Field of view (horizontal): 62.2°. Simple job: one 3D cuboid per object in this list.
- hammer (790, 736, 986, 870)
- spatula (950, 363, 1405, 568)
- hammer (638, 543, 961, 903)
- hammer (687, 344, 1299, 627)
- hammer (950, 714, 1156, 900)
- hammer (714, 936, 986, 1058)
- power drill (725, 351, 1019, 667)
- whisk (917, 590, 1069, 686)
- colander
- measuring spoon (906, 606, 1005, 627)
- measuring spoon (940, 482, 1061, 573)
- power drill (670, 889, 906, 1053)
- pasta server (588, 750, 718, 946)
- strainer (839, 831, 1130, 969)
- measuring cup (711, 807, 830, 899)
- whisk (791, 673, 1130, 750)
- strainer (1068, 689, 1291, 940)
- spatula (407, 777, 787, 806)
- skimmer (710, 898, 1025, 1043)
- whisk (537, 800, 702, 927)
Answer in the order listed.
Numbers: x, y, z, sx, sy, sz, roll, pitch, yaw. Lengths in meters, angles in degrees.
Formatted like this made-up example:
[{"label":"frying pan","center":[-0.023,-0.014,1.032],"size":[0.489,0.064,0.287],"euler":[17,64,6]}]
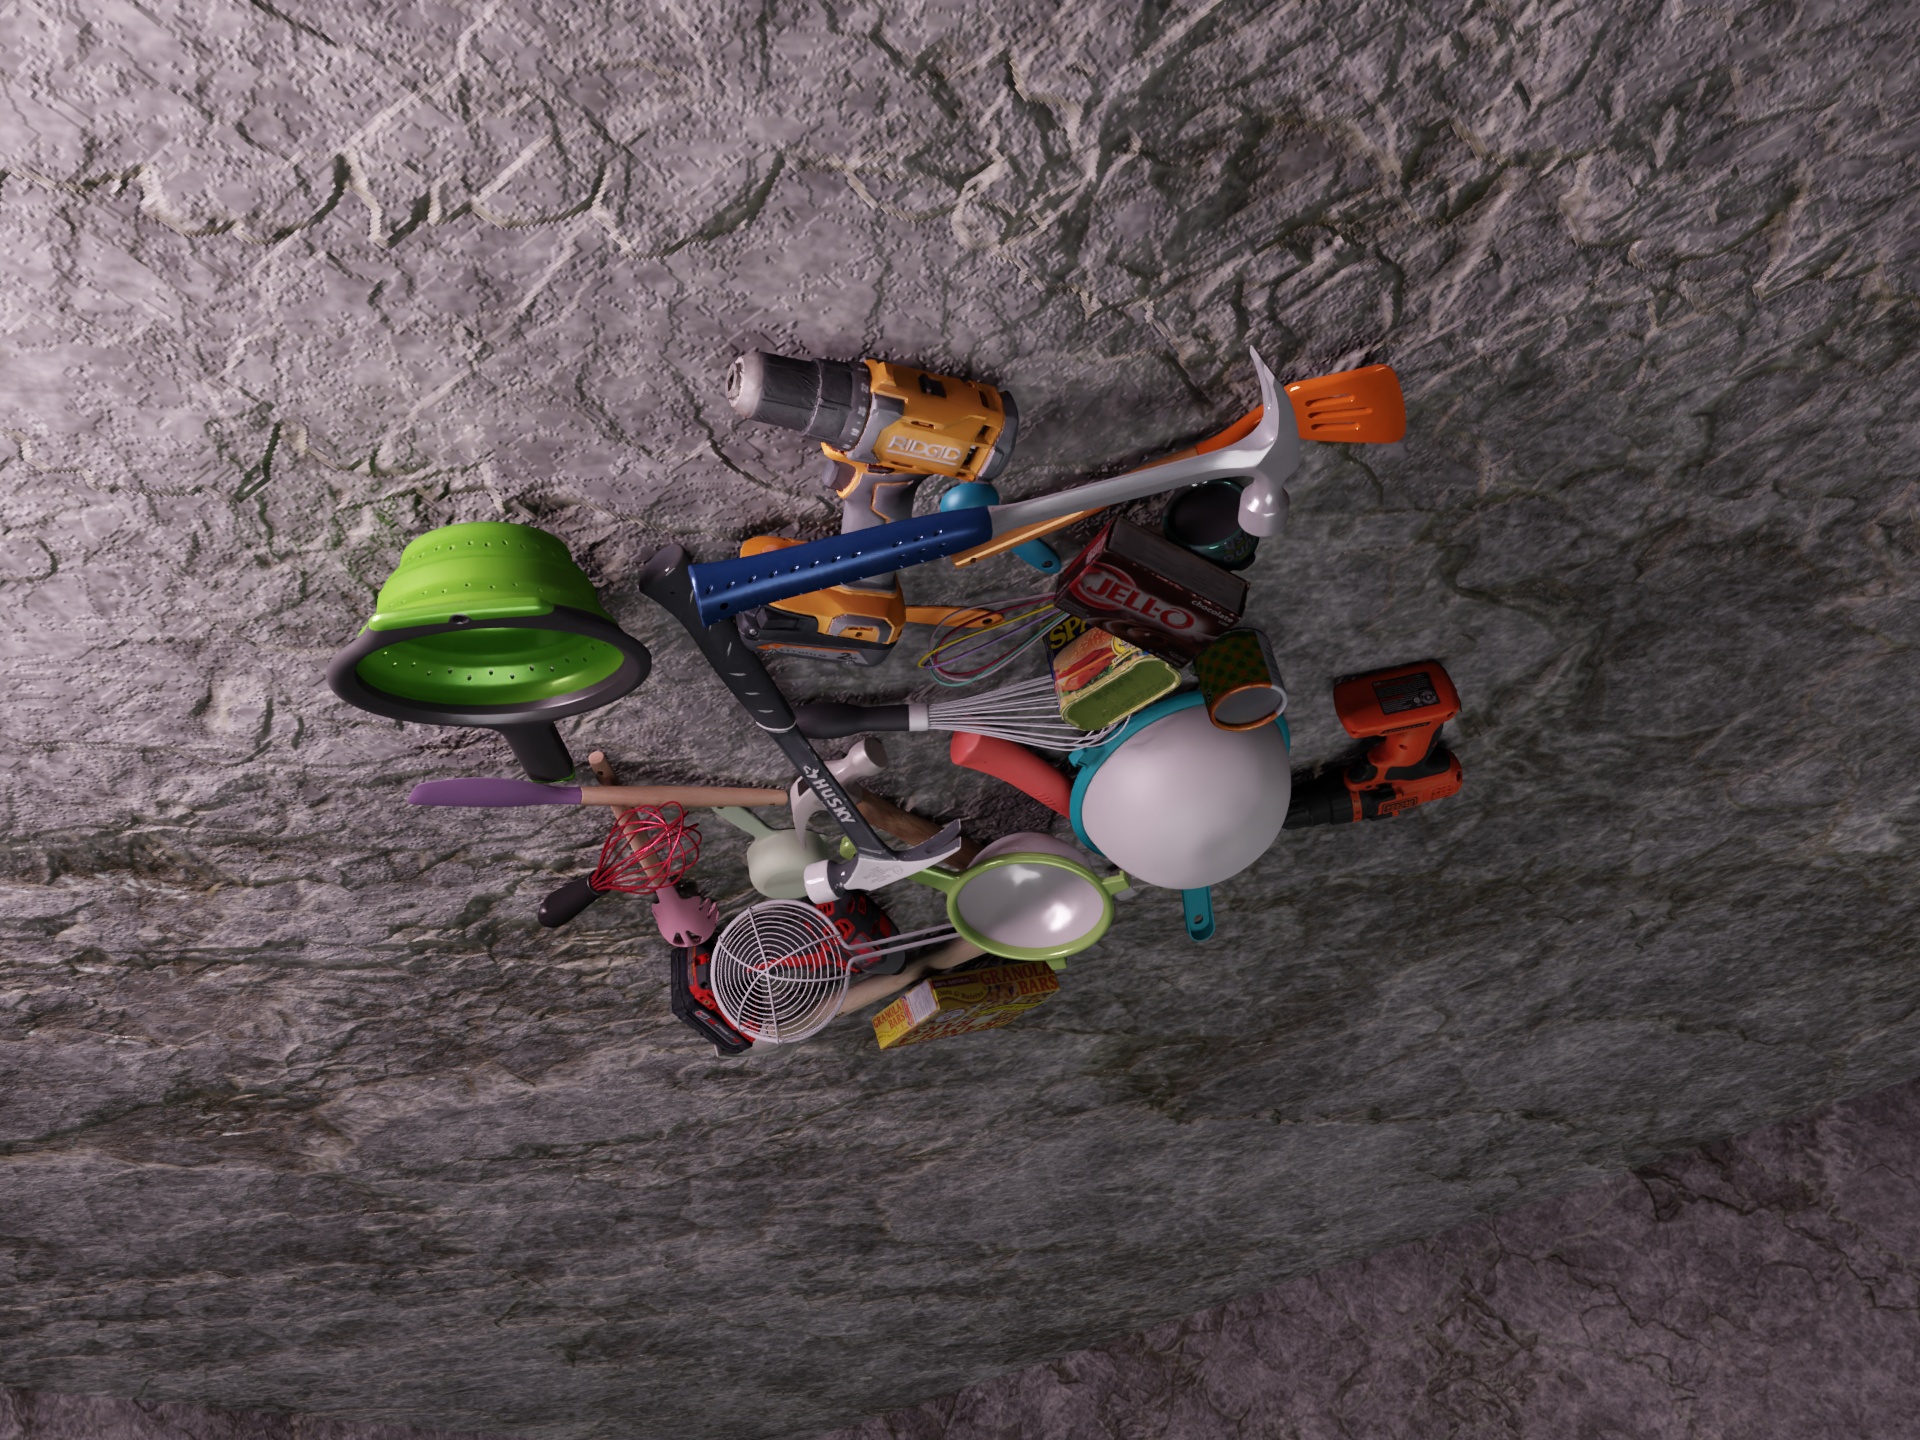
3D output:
[{"label":"hammer","center":[-0.027,0.111,1.464],"size":[0.130,0.031,0.331],"euler":[-31,141,26]},{"label":"spatula","center":[0.144,-0.167,1.095],"size":[0.322,0.041,0.080],"euler":[-23,146,9]},{"label":"hammer","center":[-0.131,0.011,1.242],"size":[0.149,0.036,0.408],"euler":[-16,137,14]},{"label":"hammer","center":[0.028,-0.134,1.016],"size":[0.405,0.035,0.144],"euler":[-15,141,-9]},{"label":"hammer","center":[0.118,0.074,1.448],"size":[0.149,0.037,0.358],"euler":[-29,142,25]},{"label":"hammer","center":[-0.064,0.264,1.644],"size":[0.410,0.038,0.146],"euler":[-27,160,18]},{"label":"power drill","center":[-0.087,-0.143,1.048],"size":[0.185,0.084,0.226],"euler":[8,137,-25]},{"label":"whisk","center":[0.079,-0.088,1.193],"size":[0.245,0.051,0.047],"euler":[-24,140,9]},{"label":"colander","center":[-0.319,-0.045,1.131],"size":[0.204,0.095,0.397],"euler":[-6,163,-7]},{"label":"measuring spoon","center":[-0.020,-0.077,1.215],"size":[0.117,0.011,0.021],"euler":[2,143,-18]},{"label":"measuring spoon","center":[0.035,-0.130,1.146],"size":[0.042,0.021,0.128],"euler":[-31,140,27]},{"label":"power drill","center":[-0.165,0.240,1.566],"size":[0.219,0.079,0.143],"euler":[-26,134,16]},{"label":"pasta server","center":[-0.276,0.120,1.418],"size":[0.060,0.040,0.315],"euler":[-11,141,1]},{"label":"strainer","center":[0.015,0.133,1.440],"size":[0.256,0.069,0.151],"euler":[19,134,-12]},{"label":"measuring cup","center":[-0.175,0.115,1.423],"size":[0.083,0.038,0.167],"euler":[-22,146,16]},{"label":"whisk","center":[-0.002,-0.003,1.291],"size":[0.284,0.070,0.070],"euler":[-3,145,-3]},{"label":"strainer","center":[0.220,0.122,1.435],"size":[0.211,0.095,0.340],"euler":[-20,136,-5]},{"label":"spatula","center":[-0.286,0.061,1.300],"size":[0.315,0.018,0.059],"euler":[3,154,-32]},{"label":"skimmer","center":[-0.051,0.207,1.491],"size":[0.363,0.127,0.090],"euler":[-9,169,-32]},{"label":"whisk","center":[-0.302,0.133,1.367],"size":[0.073,0.073,0.296],"euler":[14,152,-32]}]
